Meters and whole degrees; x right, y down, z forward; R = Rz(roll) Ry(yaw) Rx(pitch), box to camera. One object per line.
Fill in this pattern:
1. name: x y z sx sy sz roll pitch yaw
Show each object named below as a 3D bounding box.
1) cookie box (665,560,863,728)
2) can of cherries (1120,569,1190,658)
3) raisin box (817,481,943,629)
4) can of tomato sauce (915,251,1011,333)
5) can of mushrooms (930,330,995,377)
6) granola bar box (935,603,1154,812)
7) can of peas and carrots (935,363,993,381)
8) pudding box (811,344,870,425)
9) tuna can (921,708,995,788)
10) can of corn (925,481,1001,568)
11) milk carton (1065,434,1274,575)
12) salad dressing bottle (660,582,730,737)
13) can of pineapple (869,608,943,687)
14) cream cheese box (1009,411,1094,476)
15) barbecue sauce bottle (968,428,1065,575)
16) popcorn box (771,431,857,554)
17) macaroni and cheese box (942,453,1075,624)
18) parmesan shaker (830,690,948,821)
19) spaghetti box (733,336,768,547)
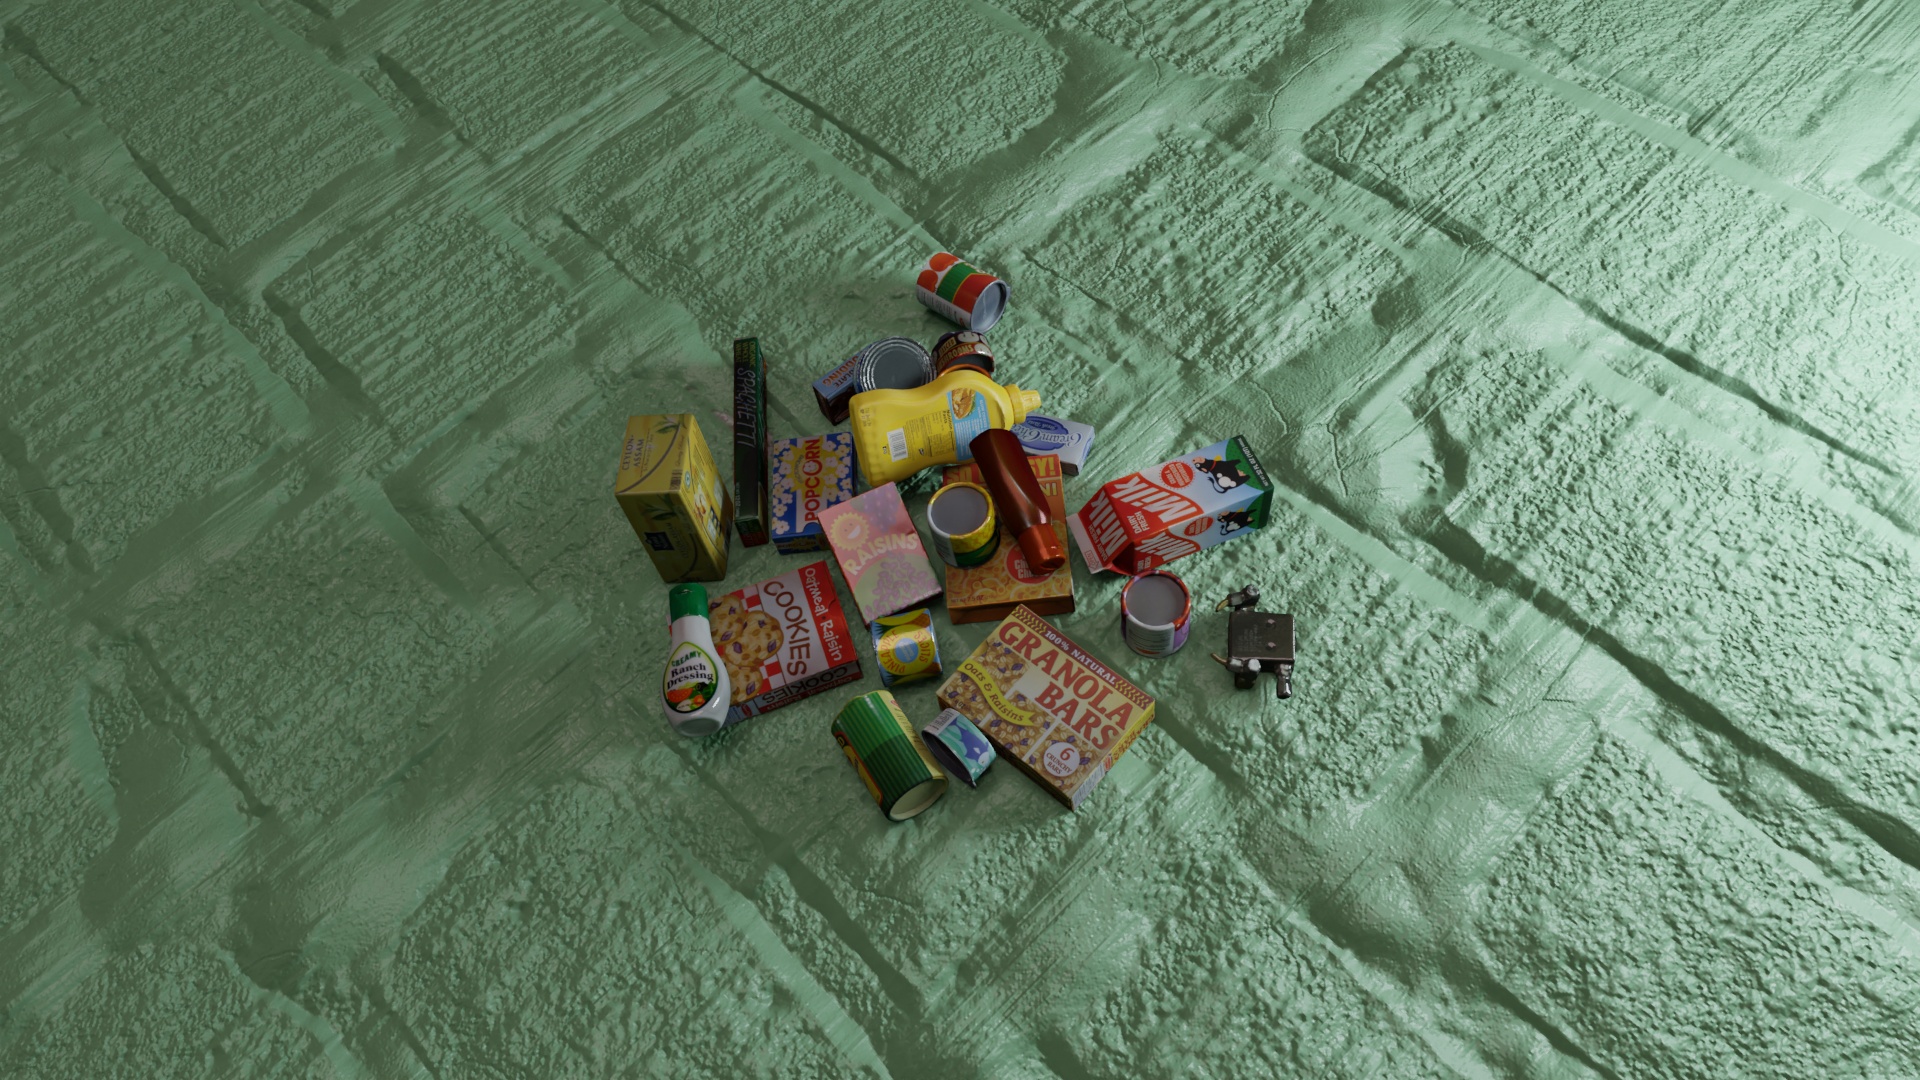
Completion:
1. cookie box: -0.192 0.103 1.359 0.168 0.040 0.123 -19 57 -4
2. can of cherries: 0.185 0.067 1.318 0.071 0.058 0.072 -4 58 6
3. raisin box: -0.079 0.014 1.375 0.086 0.040 0.123 -24 81 -6
4. can of tomato sauce: 0.003 -0.280 1.559 0.083 0.071 0.071 32 67 25
5. can of mushrooms: 0.002 -0.195 1.503 0.071 0.070 0.033 -17 59 -3
6. granola bar box: 0.078 0.152 1.290 0.166 0.039 0.124 35 68 25
7. can of peas and carrots: 0.006 -0.148 1.480 0.071 0.058 0.071 -3 58 5
8. pudding box: -0.118 -0.170 1.517 0.084 0.049 0.030 -37 59 -15
9. tuna can: 0.000 0.189 1.263 0.071 0.070 0.033 38 69 27
10. can of corn: 0.005 -0.017 1.349 0.071 0.058 0.071 -4 59 7
11. milk carton: 0.204 -0.028 1.365 0.191 0.073 0.072 -19 59 -6
12. salad dressing bottle: -0.253 0.111 1.313 0.064 0.043 0.148 -14 57 2
13. can of pineapple: -0.051 0.102 1.323 0.058 0.070 0.071 -13 57 0
14. cream cheese box: 0.084 -0.105 1.462 0.104 0.024 0.053 15 62 17
15. barbecue sauce bottle: 0.059 -0.038 1.353 0.043 0.065 0.149 -35 62 24
16. popcorn box: -0.152 -0.050 1.452 0.085 0.038 0.127 -6 57 3
17. macaroni and cheese box: 0.046 -0.002 1.393 0.124 0.040 0.167 -6 58 5
18. parmesan shaker: -0.066 0.196 1.264 0.071 0.071 0.103 -31 59 -11
19. spaghetti box: -0.226 -0.111 1.494 0.029 0.050 0.251 -7 57 2
